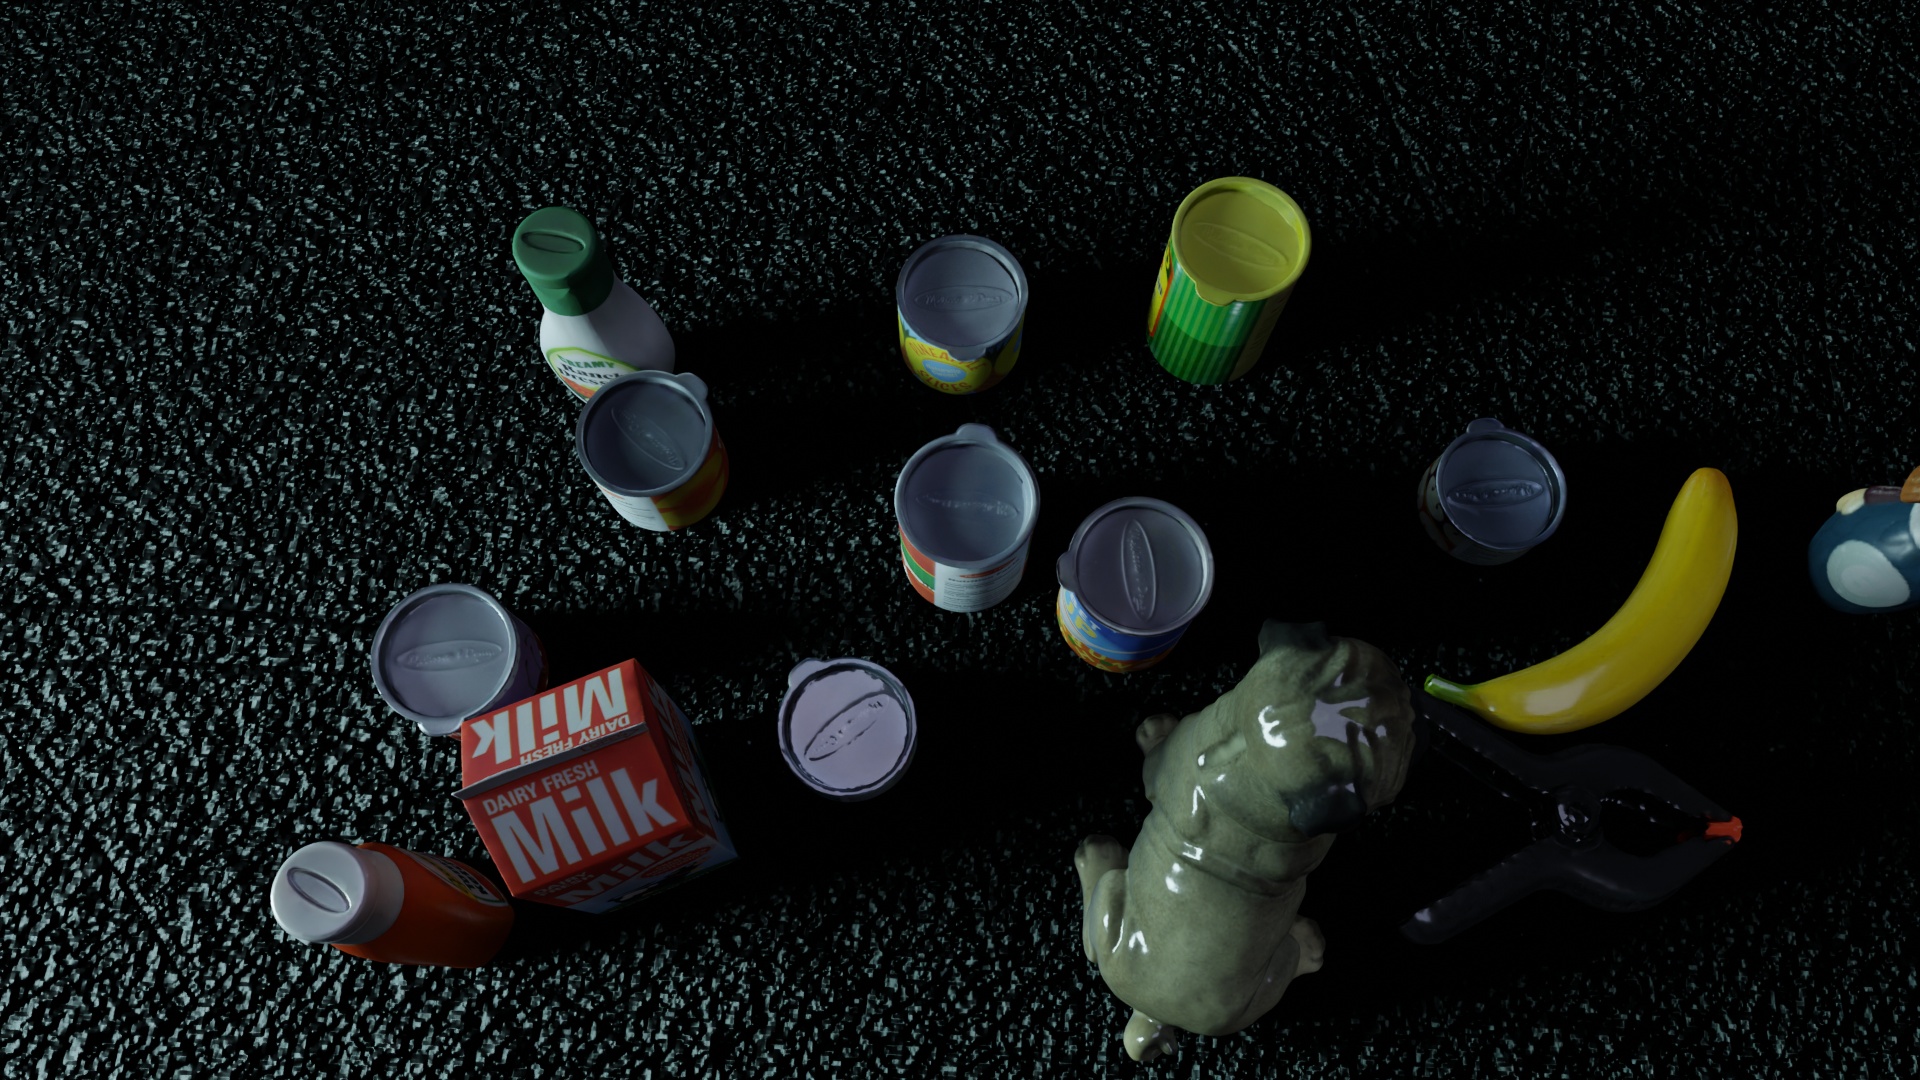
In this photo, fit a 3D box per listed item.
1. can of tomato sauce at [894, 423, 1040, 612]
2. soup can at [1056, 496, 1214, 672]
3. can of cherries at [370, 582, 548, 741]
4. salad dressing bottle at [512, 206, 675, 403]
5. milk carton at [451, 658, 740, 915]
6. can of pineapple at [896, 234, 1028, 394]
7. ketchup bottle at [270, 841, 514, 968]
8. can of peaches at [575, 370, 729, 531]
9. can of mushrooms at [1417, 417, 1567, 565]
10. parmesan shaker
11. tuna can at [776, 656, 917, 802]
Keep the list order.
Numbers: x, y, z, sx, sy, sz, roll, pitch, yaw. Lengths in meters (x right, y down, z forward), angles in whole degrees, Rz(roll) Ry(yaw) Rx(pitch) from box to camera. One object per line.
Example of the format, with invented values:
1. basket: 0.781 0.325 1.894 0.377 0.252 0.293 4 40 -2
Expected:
1. can of tomato sauce: 0.002 -0.008 0.674 0.071 0.083 0.071 0 72 -1
2. soup can: 0.078 0.023 0.664 0.071 0.083 0.071 0 72 -1
3. can of cherries: -0.236 0.062 0.659 0.071 0.058 0.071 0 72 -1
4. salad dressing bottle: -0.177 -0.108 0.669 0.064 0.147 0.044 11 73 3
5. milk carton: -0.148 0.105 0.578 0.072 0.190 0.073 -21 74 -7
6. can of pineapple: 0.000 -0.114 0.721 0.071 0.057 0.071 0 72 -1
7. ketchup bottle: -0.238 0.152 0.582 0.065 0.148 0.043 28 74 8
8. can of peaches: -0.151 -0.045 0.696 0.071 0.058 0.071 0 72 -1
9. can of mushrooms: 0.270 -0.024 0.709 0.071 0.033 0.071 0 72 -1
10. parmesan shaker: 0.131 -0.126 0.704 0.071 0.102 0.071 0 72 -1
11. tuna can: -0.055 0.090 0.667 0.071 0.032 0.071 0 72 -1
